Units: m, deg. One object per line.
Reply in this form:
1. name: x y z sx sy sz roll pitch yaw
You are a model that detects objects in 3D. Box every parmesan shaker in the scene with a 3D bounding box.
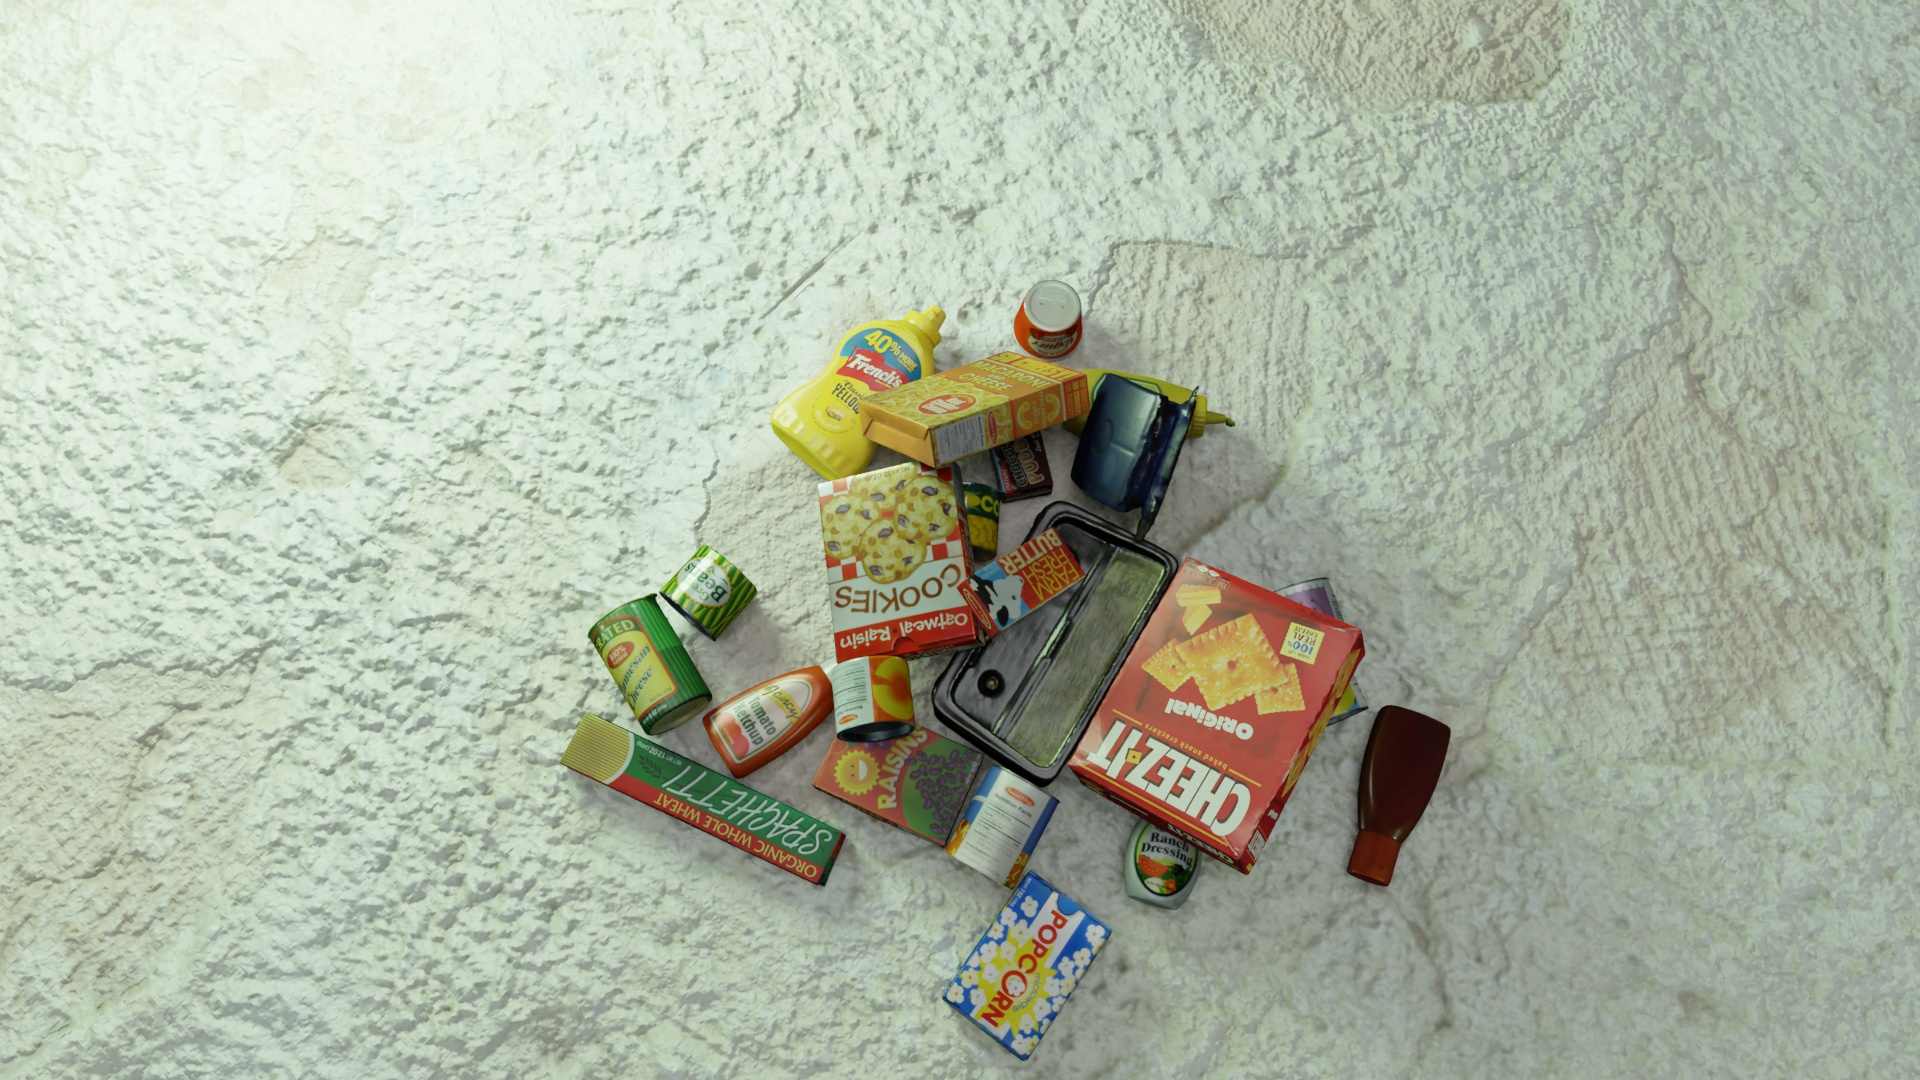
1. parmesan shaker: -0.265 0.107 1.198 0.071 0.071 0.103 -32 76 -10

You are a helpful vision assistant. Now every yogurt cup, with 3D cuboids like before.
1. yogurt cup: 0.085 -0.211 1.315 0.072 0.053 0.072 1 72 -2

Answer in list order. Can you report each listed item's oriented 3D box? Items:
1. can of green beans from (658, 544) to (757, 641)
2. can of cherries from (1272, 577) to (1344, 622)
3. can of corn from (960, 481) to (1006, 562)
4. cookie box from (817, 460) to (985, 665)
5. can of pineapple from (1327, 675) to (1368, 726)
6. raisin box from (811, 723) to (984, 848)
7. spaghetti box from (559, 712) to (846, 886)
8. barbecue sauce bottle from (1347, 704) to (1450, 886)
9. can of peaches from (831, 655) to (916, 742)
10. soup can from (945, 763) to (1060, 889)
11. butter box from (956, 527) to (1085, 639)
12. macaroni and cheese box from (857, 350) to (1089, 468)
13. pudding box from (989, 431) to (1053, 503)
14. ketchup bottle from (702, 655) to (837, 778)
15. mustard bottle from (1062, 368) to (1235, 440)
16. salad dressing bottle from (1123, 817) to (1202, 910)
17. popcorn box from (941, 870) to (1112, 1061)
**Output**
1. can of green beans: -0.221 0.046 1.220 0.071 0.071 0.058 38 76 10
2. can of cherries: 0.301 0.072 1.227 0.071 0.071 0.058 -15 75 -6
3. can of corn: 0.004 -0.016 1.244 0.071 0.071 0.058 4 74 0
4. cookie box: -0.052 0.020 1.190 0.123 0.040 0.168 -12 70 12
5. can of pineapple: 0.311 0.132 1.207 0.071 0.070 0.058 -19 74 -7
6. raisin box: -0.053 0.199 1.191 0.123 0.040 0.086 24 75 7
7. spaghetti box: -0.219 0.220 1.185 0.250 0.028 0.050 24 74 6
8. barbecue sauce bottle: 0.371 0.220 1.193 0.065 0.043 0.149 21 74 5
9. can of peaches: -0.071 0.133 1.158 0.071 0.071 0.058 -7 69 -3
10. soup can: 0.035 0.240 1.166 0.071 0.071 0.084 29 79 7
11. butter box: 0.051 0.034 1.156 0.104 0.024 0.053 -30 83 -32
12. macaroni and cheese box: 0.012 -0.119 1.231 0.167 0.124 0.040 -21 117 -28
13. pudding box: 0.053 -0.081 1.285 0.050 0.030 0.084 -11 73 -4
14. ketchup bottle: -0.145 0.143 1.204 0.149 0.043 0.065 -30 69 -11
15. mustard bottle: 0.177 -0.121 1.291 0.160 0.048 0.065 6 76 0
16. salad dressing bottle: 0.180 0.236 1.182 0.064 0.044 0.148 15 72 4
17. popcorn box: 0.054 0.350 1.147 0.085 0.038 0.127 35 75 10
